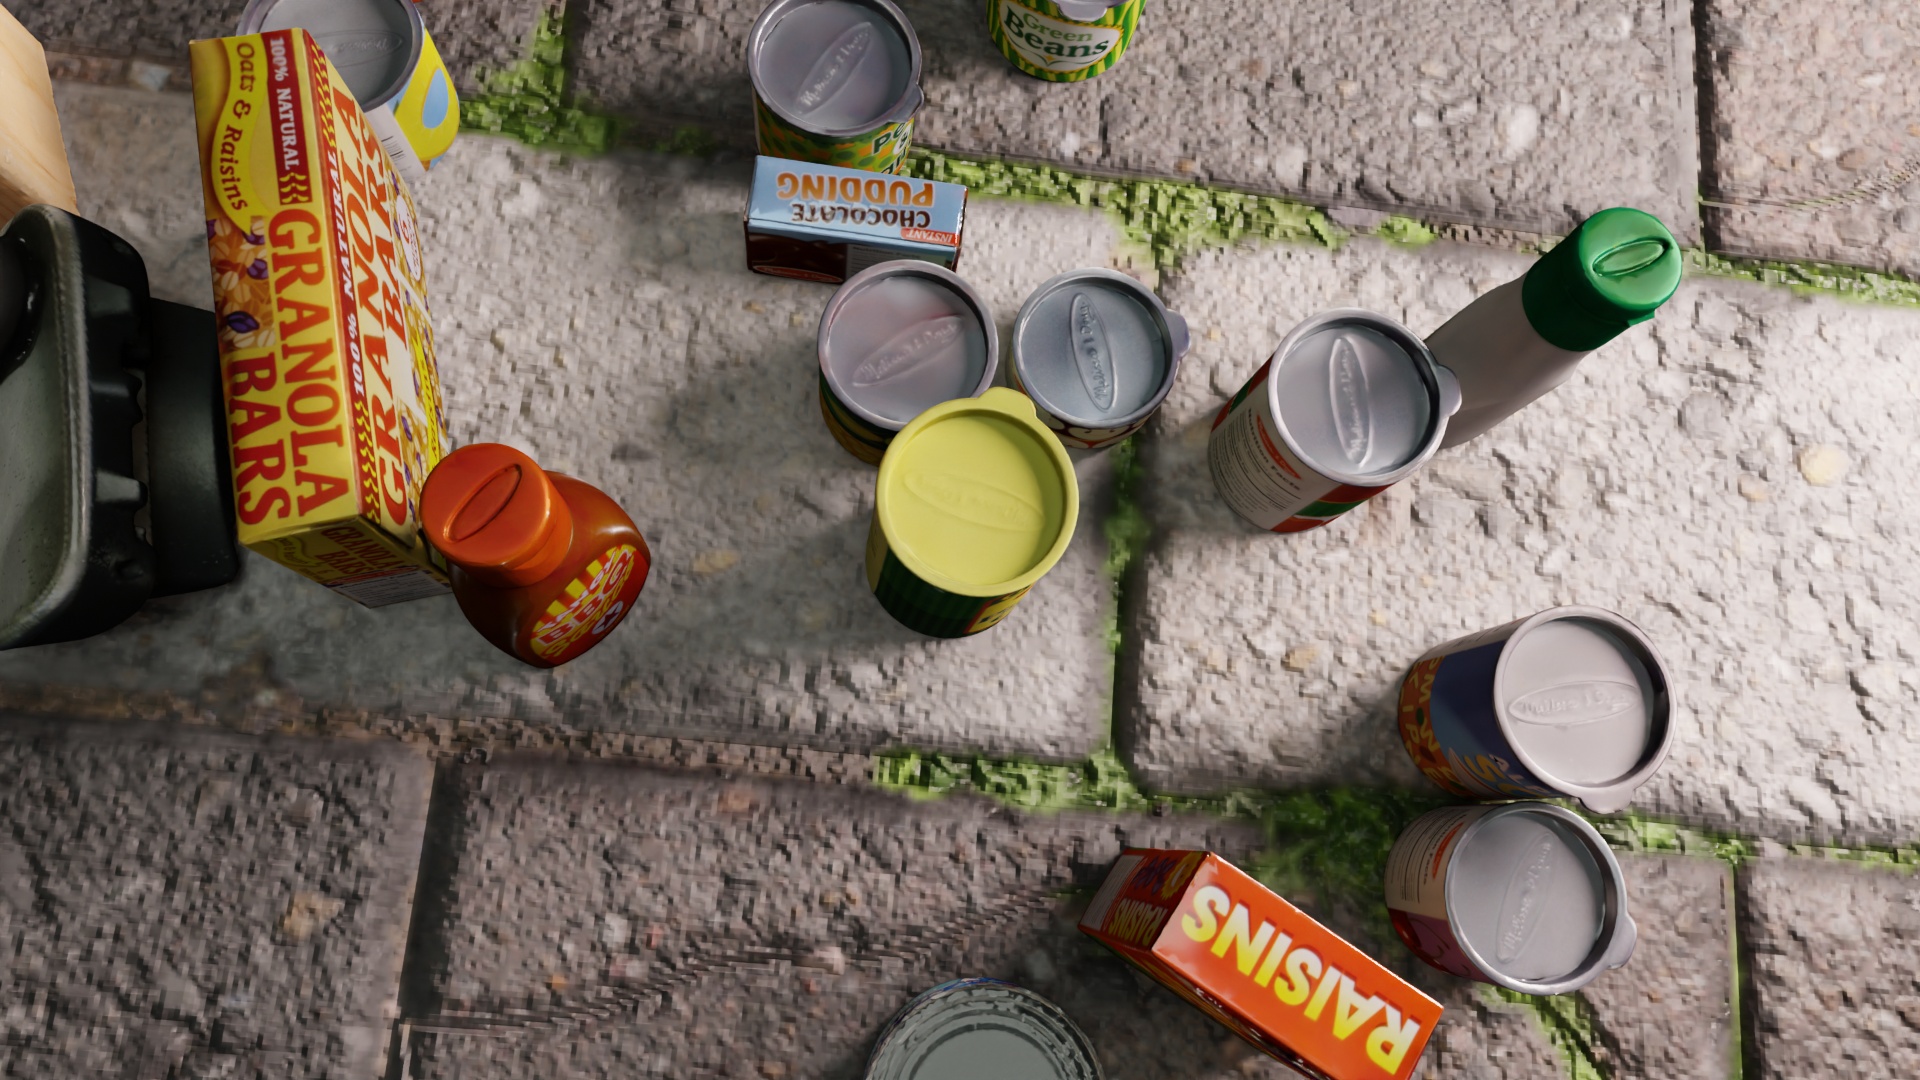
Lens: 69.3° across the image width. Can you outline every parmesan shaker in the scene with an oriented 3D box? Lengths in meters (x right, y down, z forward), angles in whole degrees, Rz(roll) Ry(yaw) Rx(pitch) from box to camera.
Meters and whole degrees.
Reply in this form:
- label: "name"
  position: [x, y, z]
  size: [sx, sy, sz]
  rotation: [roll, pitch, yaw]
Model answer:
- label: "parmesan shaker"
  position: [0.002, -0.006, 0.497]
  size: [0.071, 0.103, 0.071]
  rotation: [1, 78, -5]

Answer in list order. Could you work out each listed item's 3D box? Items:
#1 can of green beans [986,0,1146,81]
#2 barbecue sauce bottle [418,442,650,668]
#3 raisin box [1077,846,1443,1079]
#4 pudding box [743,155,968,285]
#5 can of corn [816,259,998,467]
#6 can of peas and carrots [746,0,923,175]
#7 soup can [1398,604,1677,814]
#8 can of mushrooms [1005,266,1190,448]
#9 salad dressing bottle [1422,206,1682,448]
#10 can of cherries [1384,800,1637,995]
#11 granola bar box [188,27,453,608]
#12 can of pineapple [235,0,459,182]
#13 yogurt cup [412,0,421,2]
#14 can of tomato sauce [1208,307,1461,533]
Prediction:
- label: "can of green beans"
  position: [0.046, -0.234, 0.576]
  size: [0.071, 0.057, 0.071]
  rotation: [1, 77, -5]
- label: "barbecue sauce bottle"
  position: [-0.140, 0.004, 0.457]
  size: [0.044, 0.148, 0.065]
  rotation: [40, 77, 4]
- label: "raisin box"
  position: [0.092, 0.141, 0.463]
  size: [0.086, 0.123, 0.040]
  rotation: [34, 77, 2]
- label: "pudding box"
  position: [-0.042, -0.122, 0.547]
  size: [0.084, 0.049, 0.030]
  rotation: [7, 77, -4]
- label: "can of corn"
  position: [-0.020, -0.063, 0.531]
  size: [0.071, 0.058, 0.071]
  rotation: [1, 77, -5]
- label: "can of peas and carrots"
  position: [-0.048, -0.176, 0.554]
  size: [0.071, 0.058, 0.071]
  rotation: [1, 77, -5]
- label: "soup can"
  position: [0.209, 0.065, 0.512]
  size: [0.071, 0.083, 0.071]
  rotation: [1, 78, -5]
- label: "can of mushrooms"
  position: [0.054, -0.072, 0.553]
  size: [0.071, 0.033, 0.071]
  rotation: [1, 77, -5]
- label: "salad dressing bottle"
  position: [0.206, -0.074, 0.510]
  size: [0.064, 0.147, 0.044]
  rotation: [-20, 81, -9]
- label: "can of cherries"
  position: [0.199, 0.131, 0.509]
  size: [0.071, 0.058, 0.071]
  rotation: [1, 77, -5]
- label: "granola bar box"
  position: [-0.213, -0.069, 0.479]
  size: [0.039, 0.124, 0.166]
  rotation: [-10, 79, -8]
- label: "can of pineapple"
  position: [-0.233, -0.180, 0.536]
  size: [0.071, 0.057, 0.071]
  rotation: [1, 77, -5]
- label: "yogurt cup"
  position: [-0.232, -0.253, 0.555]
  size: [0.072, 0.054, 0.072]
  rotation: [1, 77, -5]
- label: "can of tomato sauce"
  position: [0.139, -0.043, 0.530]
  size: [0.071, 0.083, 0.071]
  rotation: [1, 78, -5]
